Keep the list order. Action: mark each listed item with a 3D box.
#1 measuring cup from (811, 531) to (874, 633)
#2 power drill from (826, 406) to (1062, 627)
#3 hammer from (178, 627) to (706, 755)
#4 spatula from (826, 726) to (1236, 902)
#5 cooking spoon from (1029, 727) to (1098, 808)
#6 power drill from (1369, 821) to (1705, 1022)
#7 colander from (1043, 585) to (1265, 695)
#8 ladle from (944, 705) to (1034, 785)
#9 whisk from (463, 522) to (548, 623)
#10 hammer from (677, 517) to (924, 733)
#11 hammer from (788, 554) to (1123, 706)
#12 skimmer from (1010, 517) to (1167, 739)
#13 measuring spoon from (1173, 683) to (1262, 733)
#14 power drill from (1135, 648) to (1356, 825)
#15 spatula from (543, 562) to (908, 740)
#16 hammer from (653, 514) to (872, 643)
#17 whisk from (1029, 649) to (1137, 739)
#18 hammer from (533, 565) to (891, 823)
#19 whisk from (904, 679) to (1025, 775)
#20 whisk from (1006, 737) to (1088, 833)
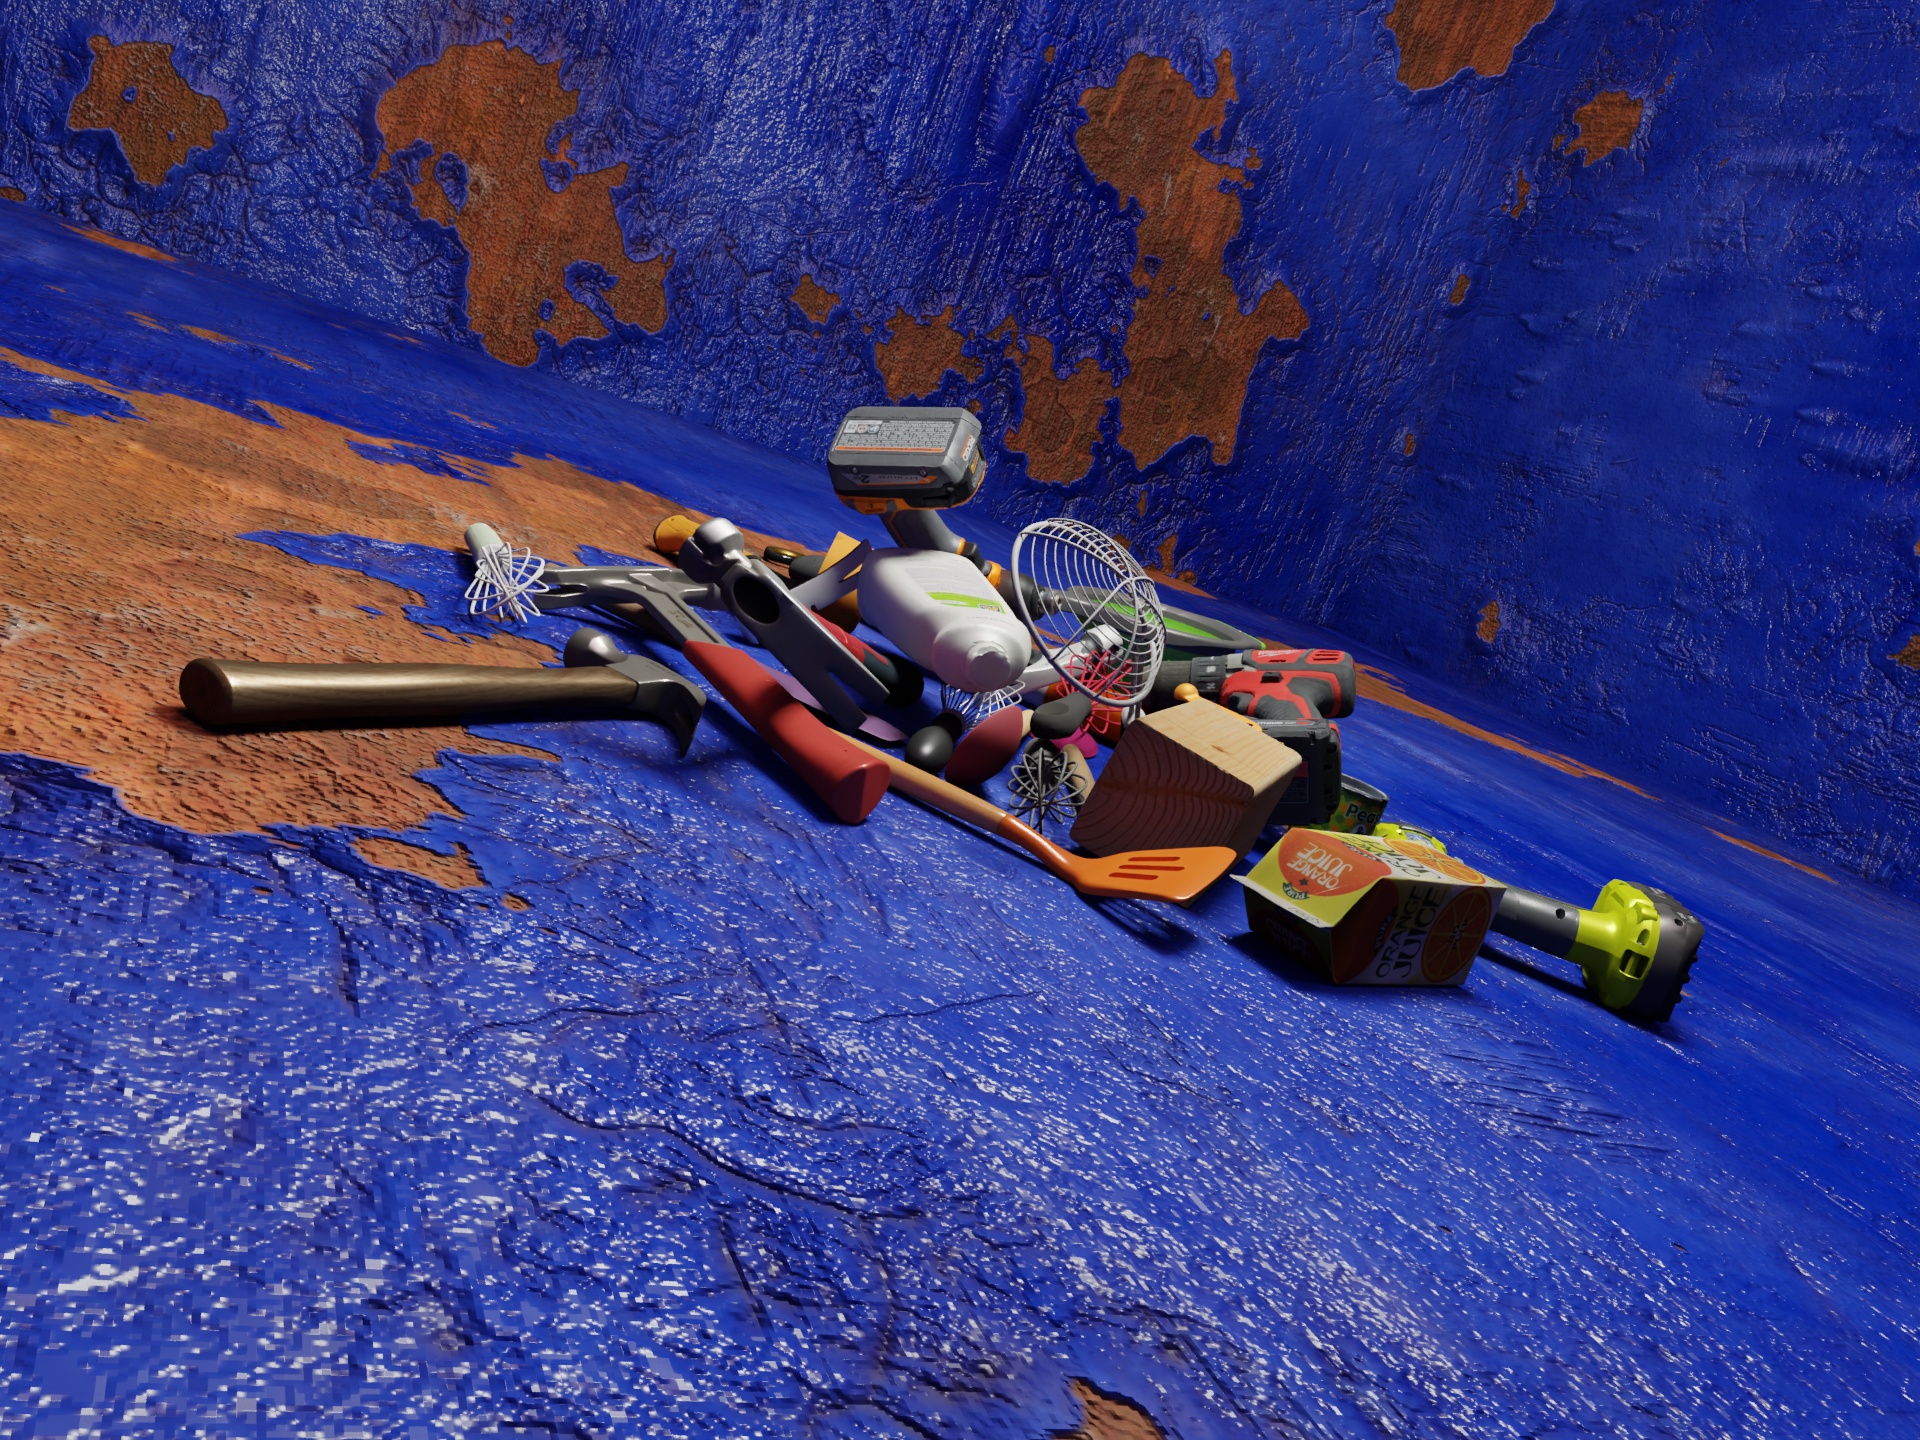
[{"bbox_3d":[-0.110,-0.100,1.404,0.052,0.095,0.174,24,29,-6],"label":"measuring cup"},{"bbox_3d":[-0.009,-0.157,1.343,0.164,0.084,0.226,5,-36,21],"label":"power drill"},{"bbox_3d":[-0.253,-0.016,0.838,0.130,0.031,0.331,25,13,24],"label":"hammer"},{"bbox_3d":[0.009,0.046,0.973,0.323,0.041,0.081,24,28,25],"label":"spatula"},{"bbox_3d":[0.089,0.031,1.241,0.068,0.017,0.319,18,11,-5],"label":"cooking spoon"},{"bbox_3d":[0.407,0.135,1.169,0.223,0.080,0.171,18,11,6],"label":"power drill"},{"bbox_3d":[0.128,-0.084,1.670,0.396,0.094,0.205,10,14,-27],"label":"colander"},{"bbox_3d":[0.035,0.010,1.173,0.031,0.069,0.315,42,9,3],"label":"ladle"},{"bbox_3d":[-0.332,-0.112,1.131,0.057,0.059,0.246,55,-9,-25],"label":"whisk"},{"bbox_3d":[-0.066,-0.034,1.048,0.143,0.038,0.386,45,3,12],"label":"hammer"},{"bbox_3d":[-0.039,-0.099,1.511,0.149,0.036,0.409,-23,31,-33],"label":"hammer"},{"bbox_3d":[0.092,-0.018,1.094,0.090,0.127,0.363,-14,-23,0],"label":"skimmer"},{"bbox_3d":[0.196,-0.010,1.212,0.021,0.011,0.117,-12,21,-19],"label":"measuring spoon"},{"bbox_3d":[0.227,0.001,1.299,0.188,0.080,0.227,0,23,14],"label":"power drill"},{"bbox_3d":[-0.177,-0.050,1.163,0.316,0.018,0.059,25,11,17],"label":"spatula"},{"bbox_3d":[-0.195,-0.145,1.419,0.127,0.034,0.337,-31,28,-18],"label":"hammer"},{"bbox_3d":[0.094,-0.013,1.244,0.073,0.073,0.296,22,12,10],"label":"whisk"},{"bbox_3d":[-0.154,-0.029,1.024,0.149,0.036,0.359,-4,26,-31],"label":"hammer"},{"bbox_3d":[-0.003,-0.003,1.168,0.070,0.070,0.284,21,16,5],"label":"whisk"},{"bbox_3d":[0.057,0.035,1.101,0.055,0.055,0.239,20,7,-1],"label":"whisk"}]
